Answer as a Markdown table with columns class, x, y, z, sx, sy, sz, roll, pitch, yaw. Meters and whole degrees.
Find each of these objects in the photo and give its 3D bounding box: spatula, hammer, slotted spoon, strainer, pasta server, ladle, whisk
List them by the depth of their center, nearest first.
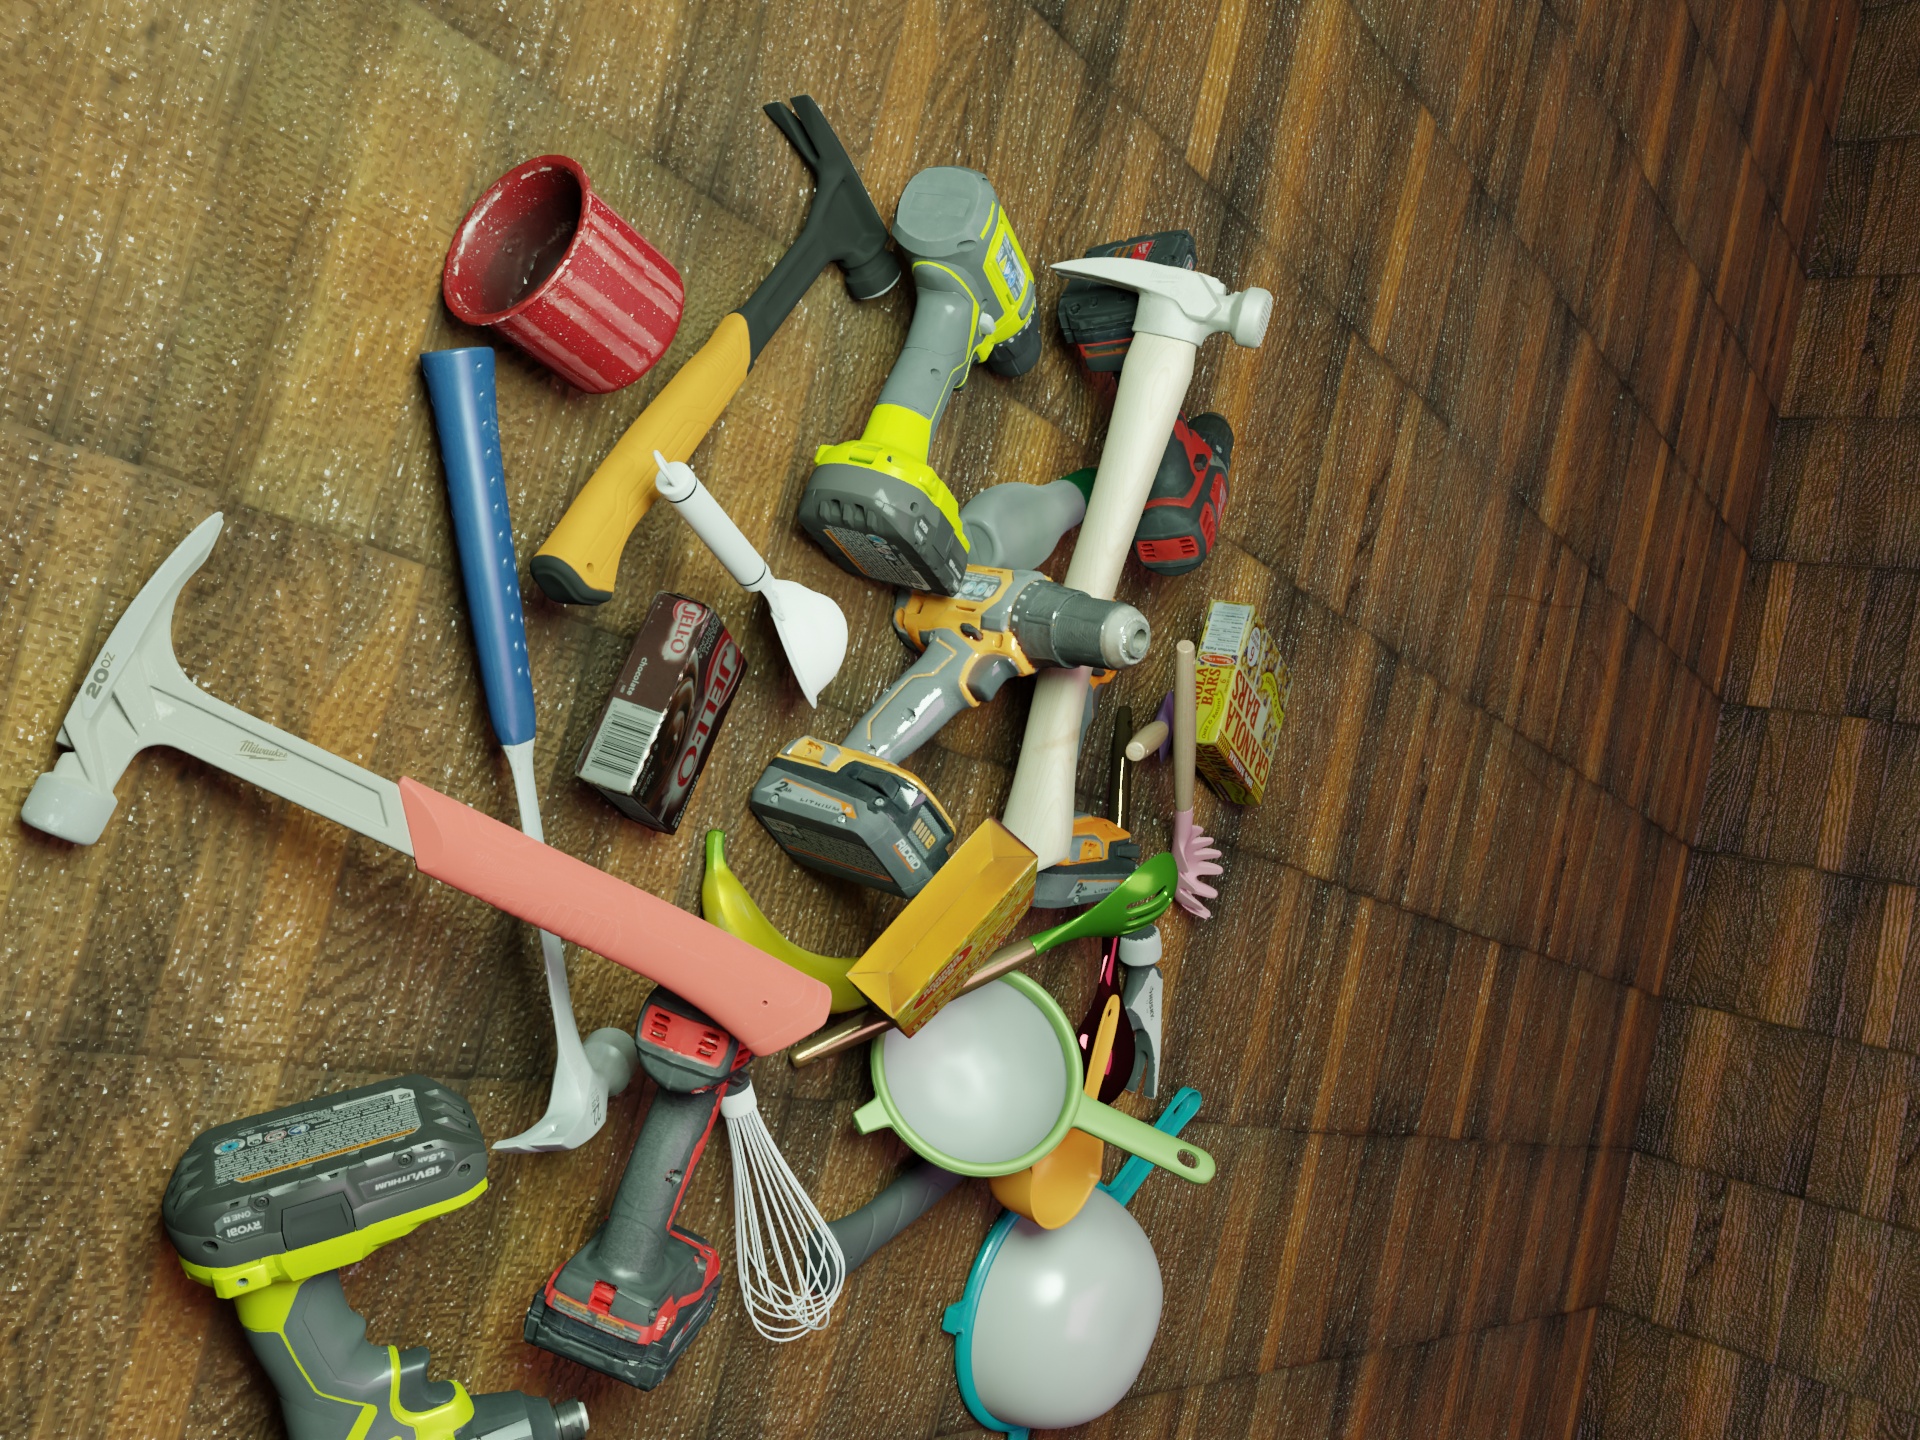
| class | x | y | z | sx | sy | sz | roll | pitch | yaw |
| --- | --- | --- | --- | --- | --- | --- | --- | --- | --- |
| hammer | -0.213 | 0.055 | 0.729 | 0.358 | 0.037 | 0.149 | 30 | 77 | -21 |
| hammer | -0.221 | 0.021 | 0.796 | 0.144 | 0.035 | 0.405 | -73 | 157 | -78 |
| hammer | -0.135 | -0.196 | 0.862 | 0.127 | 0.034 | 0.337 | 58 | 47 | -39 |
| strainer | -0.110 | -0.077 | 0.880 | 0.258 | 0.050 | 0.087 | 54 | 14 | -62 |
| whisk | -0.130 | 0.259 | 0.974 | 0.070 | 0.070 | 0.284 | -31 | 115 | -43 |
| hammer | 0.080 | -0.098 | 1.058 | 0.038 | 0.146 | 0.410 | -4 | 110 | -74 |
| slotted spoon | 0.026 | 0.167 | 1.083 | 0.313 | 0.031 | 0.070 | -22 | 141 | -22 |
| strainer | 0.051 | 0.268 | 1.104 | 0.256 | 0.069 | 0.152 | 26 | 56 | -6 |
| spatula | 0.144 | 0.012 | 1.178 | 0.316 | 0.018 | 0.060 | -16 | 111 | -78 |
| hammer | 0.034 | 0.301 | 1.195 | 0.409 | 0.036 | 0.149 | -27 | 118 | -44 |
| ladle | 0.119 | 0.143 | 1.237 | 0.069 | 0.031 | 0.315 | 14 | 75 | -40 |
| pasta server | 0.185 | 0.052 | 1.263 | 0.315 | 0.040 | 0.060 | 81 | 28 | -48 |
| strainer | 0.134 | 0.434 | 1.293 | 0.340 | 0.095 | 0.210 | -44 | 128 | -34 |

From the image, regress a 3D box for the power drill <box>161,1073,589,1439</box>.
| class | x | y | z | sx | sy | sz | roll | pitch | yaw |
| --- | --- | --- | --- | --- | --- | --- | --- | --- | --- |
| power drill | -0.275 | 0.292 | 0.756 | 0.171 | 0.080 | 0.223 | -12 | 108 | -24 |

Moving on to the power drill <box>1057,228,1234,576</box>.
| class | x | y | z | sx | sy | sz | roll | pitch | yaw |
| --- | --- | --- | --- | --- | --- | --- | --- | --- | --- |
| power drill | 0.154 | -0.245 | 1.188 | 0.188 | 0.080 | 0.226 | -64 | 142 | -47 |

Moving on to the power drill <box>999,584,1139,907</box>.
| class | x | y | z | sx | sy | sz | roll | pitch | yaw |
| --- | --- | --- | --- | --- | --- | --- | --- | --- | --- |
| power drill | 0.084 | 0.015 | 1.165 | 0.164 | 0.084 | 0.226 | -1 | 94 | -52 |

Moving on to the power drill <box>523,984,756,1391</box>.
| class | x | y | z | sx | sy | sz | roll | pitch | yaw |
| --- | --- | --- | --- | --- | --- | --- | --- | --- | --- |
| power drill | -0.153 | 0.232 | 0.868 | 0.143 | 0.078 | 0.219 | -12 | 121 | -81 |

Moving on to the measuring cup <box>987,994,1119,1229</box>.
| class | x | y | z | sx | sy | sz | roll | pitch | yaw |
| --- | --- | --- | --- | --- | --- | --- | --- | --- | --- |
| measuring cup | 0.072 | 0.280 | 1.169 | 0.095 | 0.052 | 0.174 | 30 | 75 | -50 |

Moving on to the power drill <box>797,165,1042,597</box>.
| class | x | y | z | sx | sy | sz | roll | pitch | yaw |
| --- | --- | --- | --- | --- | --- | --- | --- | --- | --- |
| power drill | -0.011 | -0.200 | 0.994 | 0.190 | 0.080 | 0.228 | 45 | 61 | -67 |

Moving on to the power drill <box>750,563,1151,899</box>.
| class | x | y | z | sx | sy | sz | roll | pitch | yaw |
| --- | --- | --- | --- | --- | --- | --- | --- | --- | --- |
| power drill | -0.002 | -0.003 | 0.978 | 0.226 | 0.185 | 0.084 | -55 | 134 | -24 |
